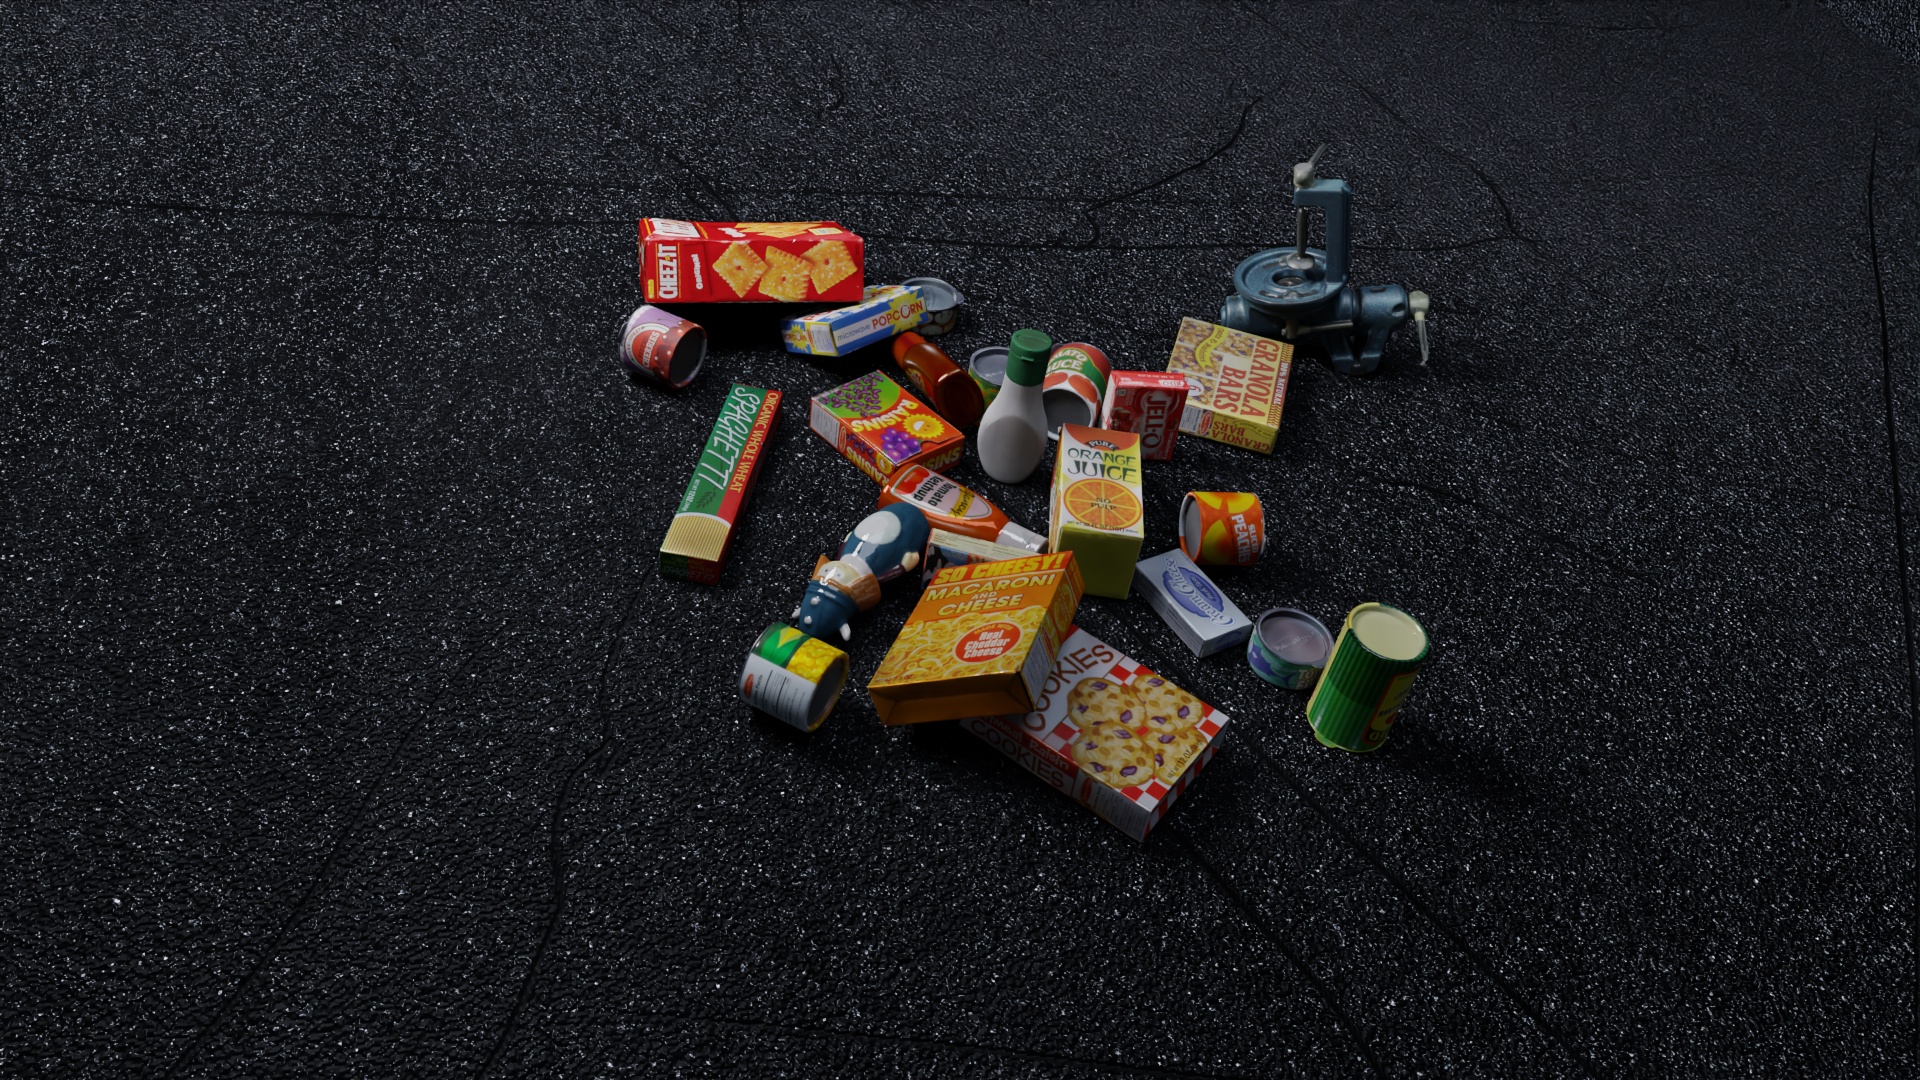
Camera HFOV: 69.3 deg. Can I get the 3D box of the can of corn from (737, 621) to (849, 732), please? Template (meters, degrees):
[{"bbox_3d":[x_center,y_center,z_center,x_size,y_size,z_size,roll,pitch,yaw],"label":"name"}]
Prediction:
[{"bbox_3d":[-0.122,0.100,1.036,0.058,0.070,0.071,24,42,14],"label":"can of corn"}]

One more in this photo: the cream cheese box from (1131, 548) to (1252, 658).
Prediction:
[{"bbox_3d":[0.196,0.053,1.188,0.053,0.024,0.104,-17,47,-27],"label":"cream cheese box"}]

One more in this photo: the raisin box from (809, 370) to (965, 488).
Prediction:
[{"bbox_3d":[-0.070,-0.103,1.302,0.086,0.039,0.123,-27,53,-36],"label":"raisin box"}]

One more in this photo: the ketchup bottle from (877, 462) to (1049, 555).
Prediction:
[{"bbox_3d":[0.004,-0.015,1.213,0.149,0.043,0.065,26,43,17],"label":"ketchup bottle"}]

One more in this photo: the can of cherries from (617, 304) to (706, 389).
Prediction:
[{"bbox_3d":[-0.285,-0.184,1.328,0.058,0.071,0.072,24,42,14],"label":"can of cherries"}]

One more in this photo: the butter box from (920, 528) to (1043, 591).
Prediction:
[{"bbox_3d":[0.021,0.027,1.160,0.103,0.052,0.024,14,38,3],"label":"butter box"}]

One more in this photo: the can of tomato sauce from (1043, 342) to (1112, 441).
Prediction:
[{"bbox_3d":[0.108,-0.147,1.366,0.071,0.070,0.083,16,41,7],"label":"can of tomato sauce"}]

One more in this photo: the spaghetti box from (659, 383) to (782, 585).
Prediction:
[{"bbox_3d":[-0.207,-0.057,1.228,0.050,0.028,0.251,11,41,0],"label":"spaghetti box"}]

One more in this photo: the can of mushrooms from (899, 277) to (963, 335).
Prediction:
[{"bbox_3d":[-0.033,-0.249,1.481,0.071,0.033,0.071,6,40,-5],"label":"can of mushrooms"}]

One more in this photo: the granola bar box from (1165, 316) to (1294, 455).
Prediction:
[{"bbox_3d":[0.274,-0.162,1.441,0.124,0.038,0.166,16,41,8],"label":"granola bar box"}]

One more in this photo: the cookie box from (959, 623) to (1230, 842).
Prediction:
[{"bbox_3d":[0.101,0.137,1.060,0.168,0.040,0.123,31,44,22],"label":"cookie box"}]

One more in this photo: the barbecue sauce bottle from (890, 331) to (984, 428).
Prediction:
[{"bbox_3d":[-0.027,-0.163,1.355,0.044,0.064,0.149,-34,35,-4],"label":"barbecue sauce bottle"}]

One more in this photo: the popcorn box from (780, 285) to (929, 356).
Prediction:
[{"bbox_3d":[-0.107,-0.224,1.409,0.127,0.038,0.085,-28,26,-36],"label":"popcorn box"}]

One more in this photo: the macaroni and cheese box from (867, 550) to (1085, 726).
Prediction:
[{"bbox_3d":[0.016,0.073,1.065,0.123,0.040,0.167,-8,27,24],"label":"macaroni and cheese box"}]

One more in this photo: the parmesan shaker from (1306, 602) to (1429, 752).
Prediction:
[{"bbox_3d":[0.318,0.109,1.089,0.071,0.102,0.072,6,41,-5],"label":"parmesan shaker"}]

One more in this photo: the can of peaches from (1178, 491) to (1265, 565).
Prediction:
[{"bbox_3d":[0.232,-0.010,1.235,0.058,0.070,0.071,1,41,-10],"label":"can of peaches"}]

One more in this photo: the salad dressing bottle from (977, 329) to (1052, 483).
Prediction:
[{"bbox_3d":[0.053,-0.121,1.265,0.064,0.146,0.044,13,40,3],"label":"salad dressing bottle"}]

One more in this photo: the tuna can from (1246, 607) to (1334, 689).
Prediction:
[{"bbox_3d":[0.275,0.092,1.153,0.071,0.032,0.071,6,41,-5],"label":"tuna can"}]

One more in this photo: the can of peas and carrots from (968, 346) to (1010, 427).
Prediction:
[{"bbox_3d":[0.039,-0.147,1.359,0.071,0.058,0.071,6,41,-5],"label":"can of peas and carrots"}]

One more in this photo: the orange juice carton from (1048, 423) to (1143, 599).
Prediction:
[{"bbox_3d":[0.120,-0.041,1.244,0.072,0.072,0.194,8,40,-2],"label":"orange juice carton"}]
